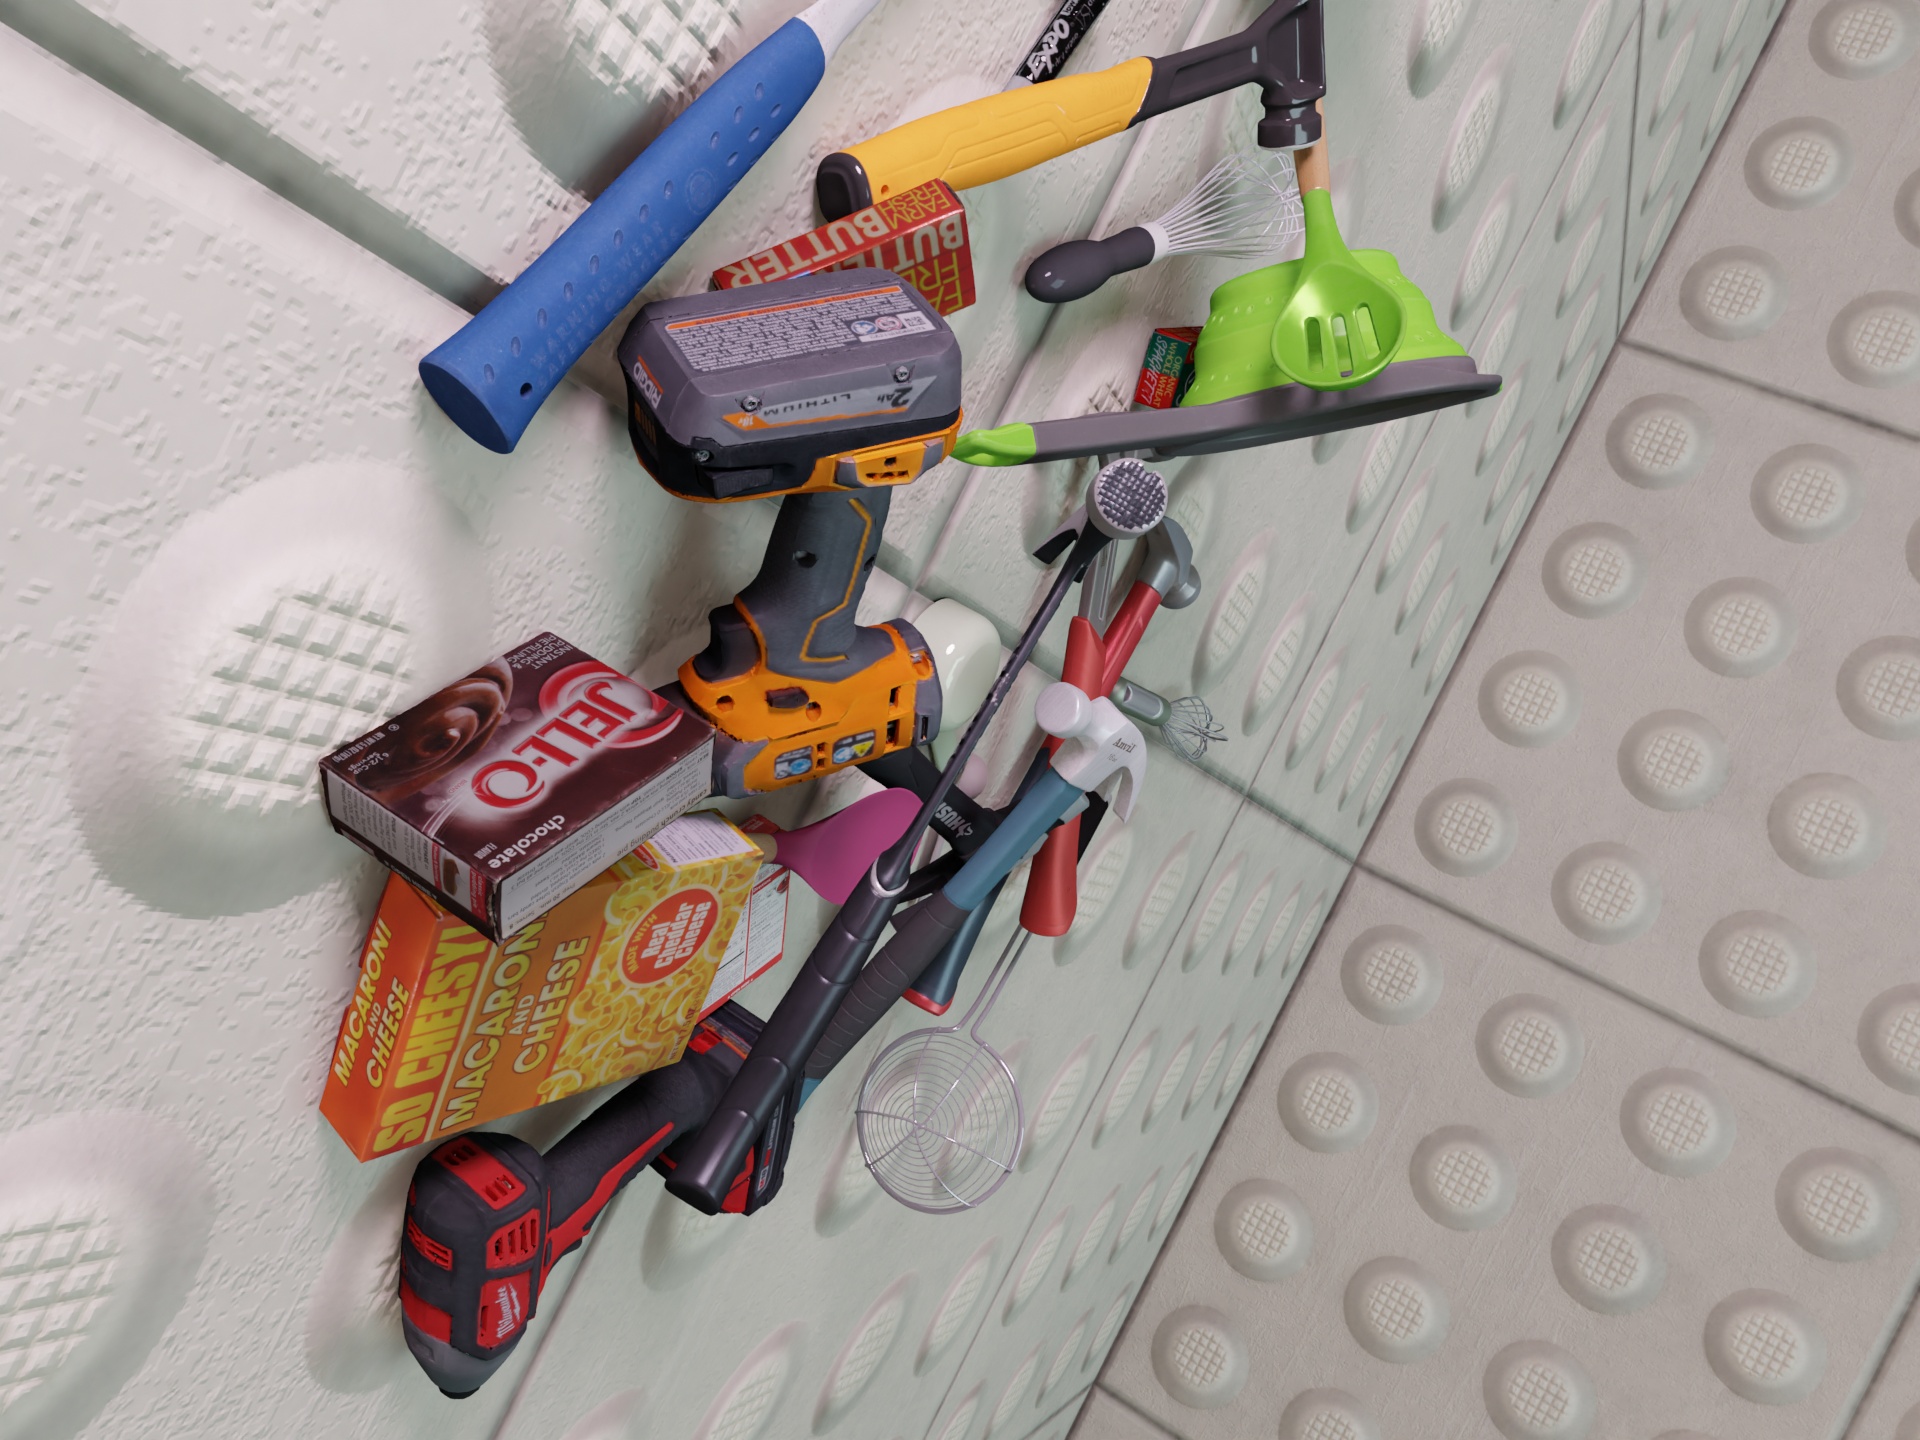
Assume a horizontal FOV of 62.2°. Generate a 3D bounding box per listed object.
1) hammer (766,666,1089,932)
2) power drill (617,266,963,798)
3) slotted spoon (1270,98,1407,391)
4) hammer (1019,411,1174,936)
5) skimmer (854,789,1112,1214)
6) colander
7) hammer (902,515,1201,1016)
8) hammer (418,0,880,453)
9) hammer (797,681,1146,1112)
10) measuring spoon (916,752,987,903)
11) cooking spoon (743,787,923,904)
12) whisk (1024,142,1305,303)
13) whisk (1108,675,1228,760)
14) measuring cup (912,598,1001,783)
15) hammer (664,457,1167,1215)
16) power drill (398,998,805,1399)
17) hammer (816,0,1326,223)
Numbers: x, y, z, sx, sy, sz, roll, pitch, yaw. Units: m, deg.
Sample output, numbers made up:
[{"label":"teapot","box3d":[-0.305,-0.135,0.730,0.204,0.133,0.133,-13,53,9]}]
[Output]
[{"label":"hammer","box3d":[-0.037,0.030,0.890,0.146,0.035,0.334,-37,150,4]},{"label":"power drill","box3d":[-0.083,-0.058,0.651,0.164,0.084,0.226,-16,138,-23]},{"label":"slotted spoon","box3d":[0.194,-0.306,0.870,0.031,0.070,0.314,45,39,-59]},{"label":"hammer","box3d":[0.074,-0.021,1.040,0.149,0.037,0.359,-22,125,-53]},{"label":"skimmer","box3d":[0.040,0.197,1.206,0.363,0.127,0.090,-56,150,-40]},{"label":"colander","box3d":[0.147,-0.207,0.899,0.397,0.204,0.094,-14,96,-37]},{"label":"hammer","box3d":[0.059,0.030,1.132,0.386,0.038,0.143,-61,156,-6]},{"label":"hammer","box3d":[-0.052,-0.259,0.584,0.405,0.035,0.144,-54,156,-20]},{"label":"hammer","box3d":[-0.011,0.116,0.954,0.331,0.033,0.128,-49,146,13]},{"label":"measuring spoon","box3d":[-0.006,0.079,1.062,0.034,0.018,0.124,-63,173,-68]},{"label":"cooking spoon","box3d":[-0.111,0.062,0.771,0.318,0.017,0.068,4,108,-57]},{"label":"whisk","box3d":[0.124,-0.282,0.921,0.284,0.070,0.070,-32,143,-42]},{"label":"whisk","box3d":[0.166,-0.006,1.313,0.246,0.059,0.058,19,85,-62]},{"label":"measuring cup","box3d":[-0.002,-0.003,0.963,0.083,0.038,0.167,-51,153,-26]},{"label":"hammer","box3d":[-0.027,0.058,0.781,0.409,0.036,0.149,-59,-175,-6]},{"label":"power drill","box3d":[-0.182,0.237,0.797,0.219,0.079,0.143,-25,136,-51]},{"label":"hammer","box3d":[0.064,-0.293,0.736,0.337,0.034,0.127,-33,128,-35]}]
